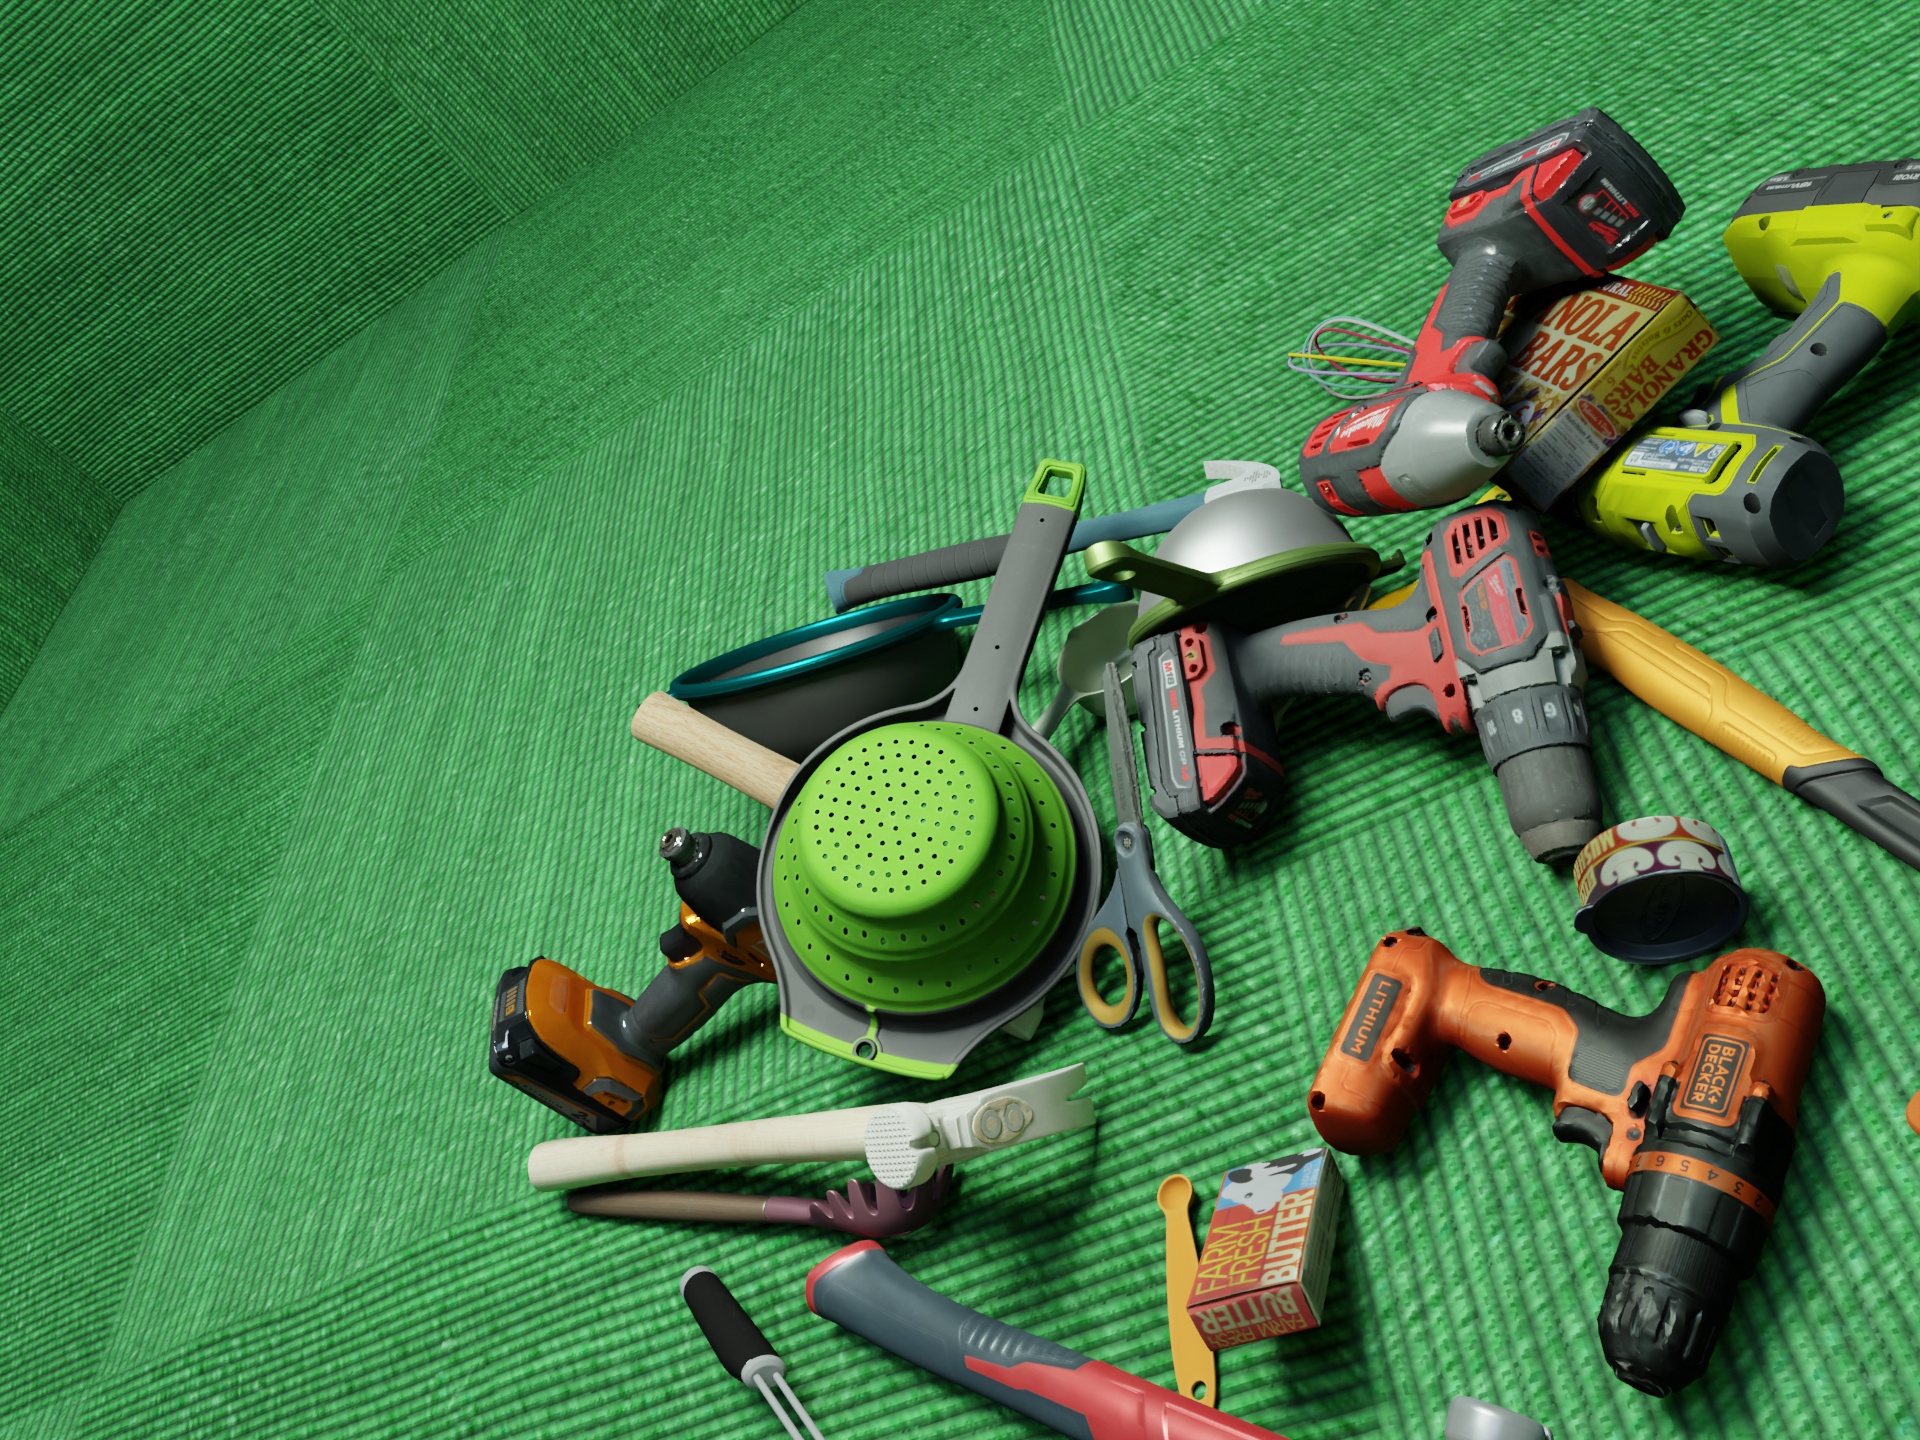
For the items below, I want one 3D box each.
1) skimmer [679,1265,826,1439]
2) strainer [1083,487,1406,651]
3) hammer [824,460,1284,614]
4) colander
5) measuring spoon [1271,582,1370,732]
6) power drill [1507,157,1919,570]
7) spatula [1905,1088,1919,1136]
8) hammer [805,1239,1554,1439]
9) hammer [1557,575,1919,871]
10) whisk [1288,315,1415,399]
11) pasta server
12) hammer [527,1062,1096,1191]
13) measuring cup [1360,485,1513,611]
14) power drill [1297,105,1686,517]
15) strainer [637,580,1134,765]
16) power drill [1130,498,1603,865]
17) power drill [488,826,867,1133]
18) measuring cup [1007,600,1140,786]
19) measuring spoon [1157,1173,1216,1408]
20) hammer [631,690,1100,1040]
[{"bbox_3d":[-0.066,0.306,0.750,0.363,0.127,0.090,9,87,64],"label":"skimmer"},{"bbox_3d":[0.131,-0.095,0.880,0.151,0.256,0.069,-24,74,31],"label":"strainer"},{"bbox_3d":[0.056,-0.119,1.074,0.331,0.033,0.128,-11,20,20],"label":"hammer"},{"bbox_3d":[-0.001,-0.003,0.909,0.204,0.094,0.397,13,68,17],"label":"colander"},{"bbox_3d":[0.194,-0.031,0.920,0.124,0.018,0.034,-55,20,11],"label":"measuring spoon"},{"bbox_3d":[0.414,-0.185,0.849,0.228,0.080,0.191,-50,28,-6],"label":"power drill"},{"bbox_3d":[0.428,0.214,0.461,0.081,0.041,0.323,-37,37,7],"label":"spatula"},{"bbox_3d":[0.058,0.319,0.702,0.386,0.038,0.143,2,62,46],"label":"hammer"},{"bbox_3d":[0.381,0.008,0.719,0.127,0.034,0.337,-42,36,3],"label":"hammer"},{"bbox_3d":[0.313,-0.226,1.020,0.245,0.047,0.051,22,81,47],"label":"whisk"},{"bbox_3d":[-0.129,0.276,0.925,0.316,0.060,0.040,-12,83,39],"label":"pasta server"},{"bbox_3d":[-0.113,0.241,0.911,0.410,0.146,0.038,-19,78,42],"label":"hammer"},{"bbox_3d":[0.284,-0.081,0.916,0.062,0.029,0.156,11,52,50],"label":"measuring cup"},{"bbox_3d":[0.279,-0.206,0.840,0.220,0.078,0.143,-57,19,-11],"label":"power drill"},{"bbox_3d":[-0.033,-0.024,1.078,0.340,0.095,0.211,-10,13,28],"label":"strainer"},{"bbox_3d":[0.213,0.004,0.830,0.227,0.080,0.188,-20,64,29],"label":"power drill"},{"bbox_3d":[-0.188,0.157,0.997,0.226,0.164,0.084,-33,37,17],"label":"power drill"},{"bbox_3d":[0.076,-0.002,1.016,0.167,0.038,0.083,-51,36,-8],"label":"measuring cup"},{"bbox_3d":[0.107,0.267,0.738,0.021,0.011,0.117,-28,42,26],"label":"measuring spoon"},{"bbox_3d":[-0.065,0.059,0.966,0.331,0.031,0.130,26,72,23],"label":"hammer"}]
